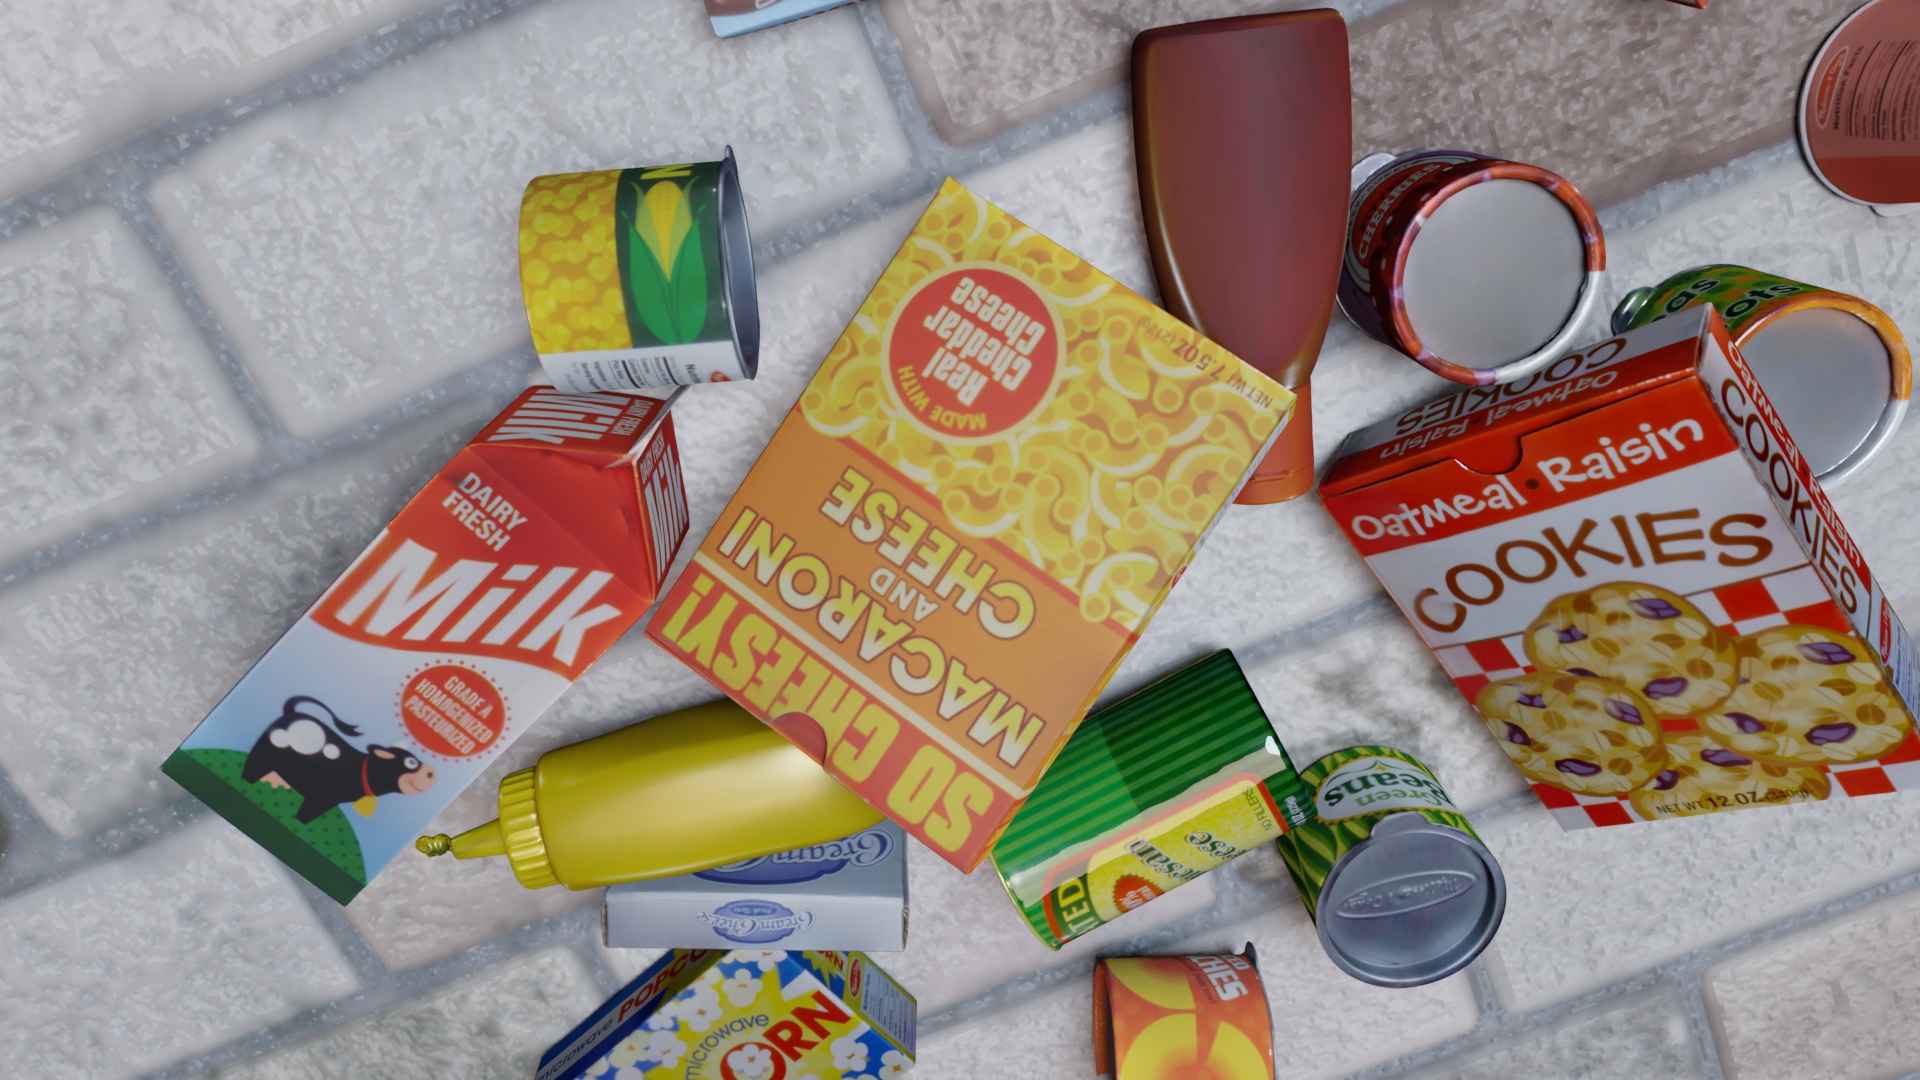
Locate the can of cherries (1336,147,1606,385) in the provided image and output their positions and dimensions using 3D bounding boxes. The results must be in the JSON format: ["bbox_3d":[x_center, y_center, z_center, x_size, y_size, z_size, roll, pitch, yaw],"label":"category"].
[{"bbox_3d":[0.153,-0.087,0.430,0.071,0.058,0.071,-1,110,-3],"label":"can of cherries"}]

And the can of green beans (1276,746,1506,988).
[{"bbox_3d":[0.153,0.116,0.502,0.071,0.058,0.071,-1,110,-2],"label":"can of green beans"}]

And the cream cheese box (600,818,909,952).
[{"bbox_3d":[-0.070,0.120,0.494,0.104,0.053,0.024,2,114,-3],"label":"cream cheese box"}]

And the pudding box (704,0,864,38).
[{"bbox_3d":[-0.038,-0.181,0.402,0.084,0.030,0.049,-14,110,2],"label":"pudding box"}]

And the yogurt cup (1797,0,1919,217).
[{"bbox_3d":[0.304,-0.134,0.424,0.072,0.054,0.072,-1,109,-2],"label":"yogurt cup"}]

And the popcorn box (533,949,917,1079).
[{"bbox_3d":[-0.090,0.198,0.528,0.126,0.038,0.085,-41,106,11],"label":"popcorn box"}]

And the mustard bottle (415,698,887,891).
[{"bbox_3d":[-0.099,0.086,0.466,0.160,0.065,0.048,-13,101,-7],"label":"mustard bottle"}]

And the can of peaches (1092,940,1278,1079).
[{"bbox_3d":[0.082,0.187,0.520,0.058,0.071,0.071,-2,110,-2],"label":"can of peaches"}]

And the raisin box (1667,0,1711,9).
[{"bbox_3d":[0.198,-0.223,0.380,0.123,0.040,0.086,38,106,-28],"label":"raisin box"}]

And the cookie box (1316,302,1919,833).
[{"bbox_3d":[0.214,0.019,0.446,0.122,0.040,0.167,-22,115,45],"label":"cookie box"}]

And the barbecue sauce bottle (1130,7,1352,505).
[{"bbox_3d":[0.090,-0.086,0.436,0.065,0.044,0.148,-7,110,1],"label":"barbecue sauce bottle"}]

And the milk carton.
[{"bbox_3d":[-0.154,0.019,0.444,0.190,0.072,0.073,-43,106,11],"label":"milk carton"}]

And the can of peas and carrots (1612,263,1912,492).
[{"bbox_3d":[0.254,-0.053,0.447,0.071,0.059,0.070,-1,109,-3],"label":"can of peas and carrots"}]

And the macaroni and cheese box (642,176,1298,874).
[{"bbox_3d":[0.001,-0.005,0.417,0.124,0.040,0.166,35,92,12],"label":"macaroni and cheese box"}]

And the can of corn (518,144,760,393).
[{"bbox_3d":[-0.094,-0.081,0.416,0.058,0.071,0.071,-5,110,-1],"label":"can of corn"}]

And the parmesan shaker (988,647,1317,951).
[{"bbox_3d":[0.062,0.088,0.481,0.103,0.071,0.071,-29,108,8],"label":"parmesan shaker"}]
